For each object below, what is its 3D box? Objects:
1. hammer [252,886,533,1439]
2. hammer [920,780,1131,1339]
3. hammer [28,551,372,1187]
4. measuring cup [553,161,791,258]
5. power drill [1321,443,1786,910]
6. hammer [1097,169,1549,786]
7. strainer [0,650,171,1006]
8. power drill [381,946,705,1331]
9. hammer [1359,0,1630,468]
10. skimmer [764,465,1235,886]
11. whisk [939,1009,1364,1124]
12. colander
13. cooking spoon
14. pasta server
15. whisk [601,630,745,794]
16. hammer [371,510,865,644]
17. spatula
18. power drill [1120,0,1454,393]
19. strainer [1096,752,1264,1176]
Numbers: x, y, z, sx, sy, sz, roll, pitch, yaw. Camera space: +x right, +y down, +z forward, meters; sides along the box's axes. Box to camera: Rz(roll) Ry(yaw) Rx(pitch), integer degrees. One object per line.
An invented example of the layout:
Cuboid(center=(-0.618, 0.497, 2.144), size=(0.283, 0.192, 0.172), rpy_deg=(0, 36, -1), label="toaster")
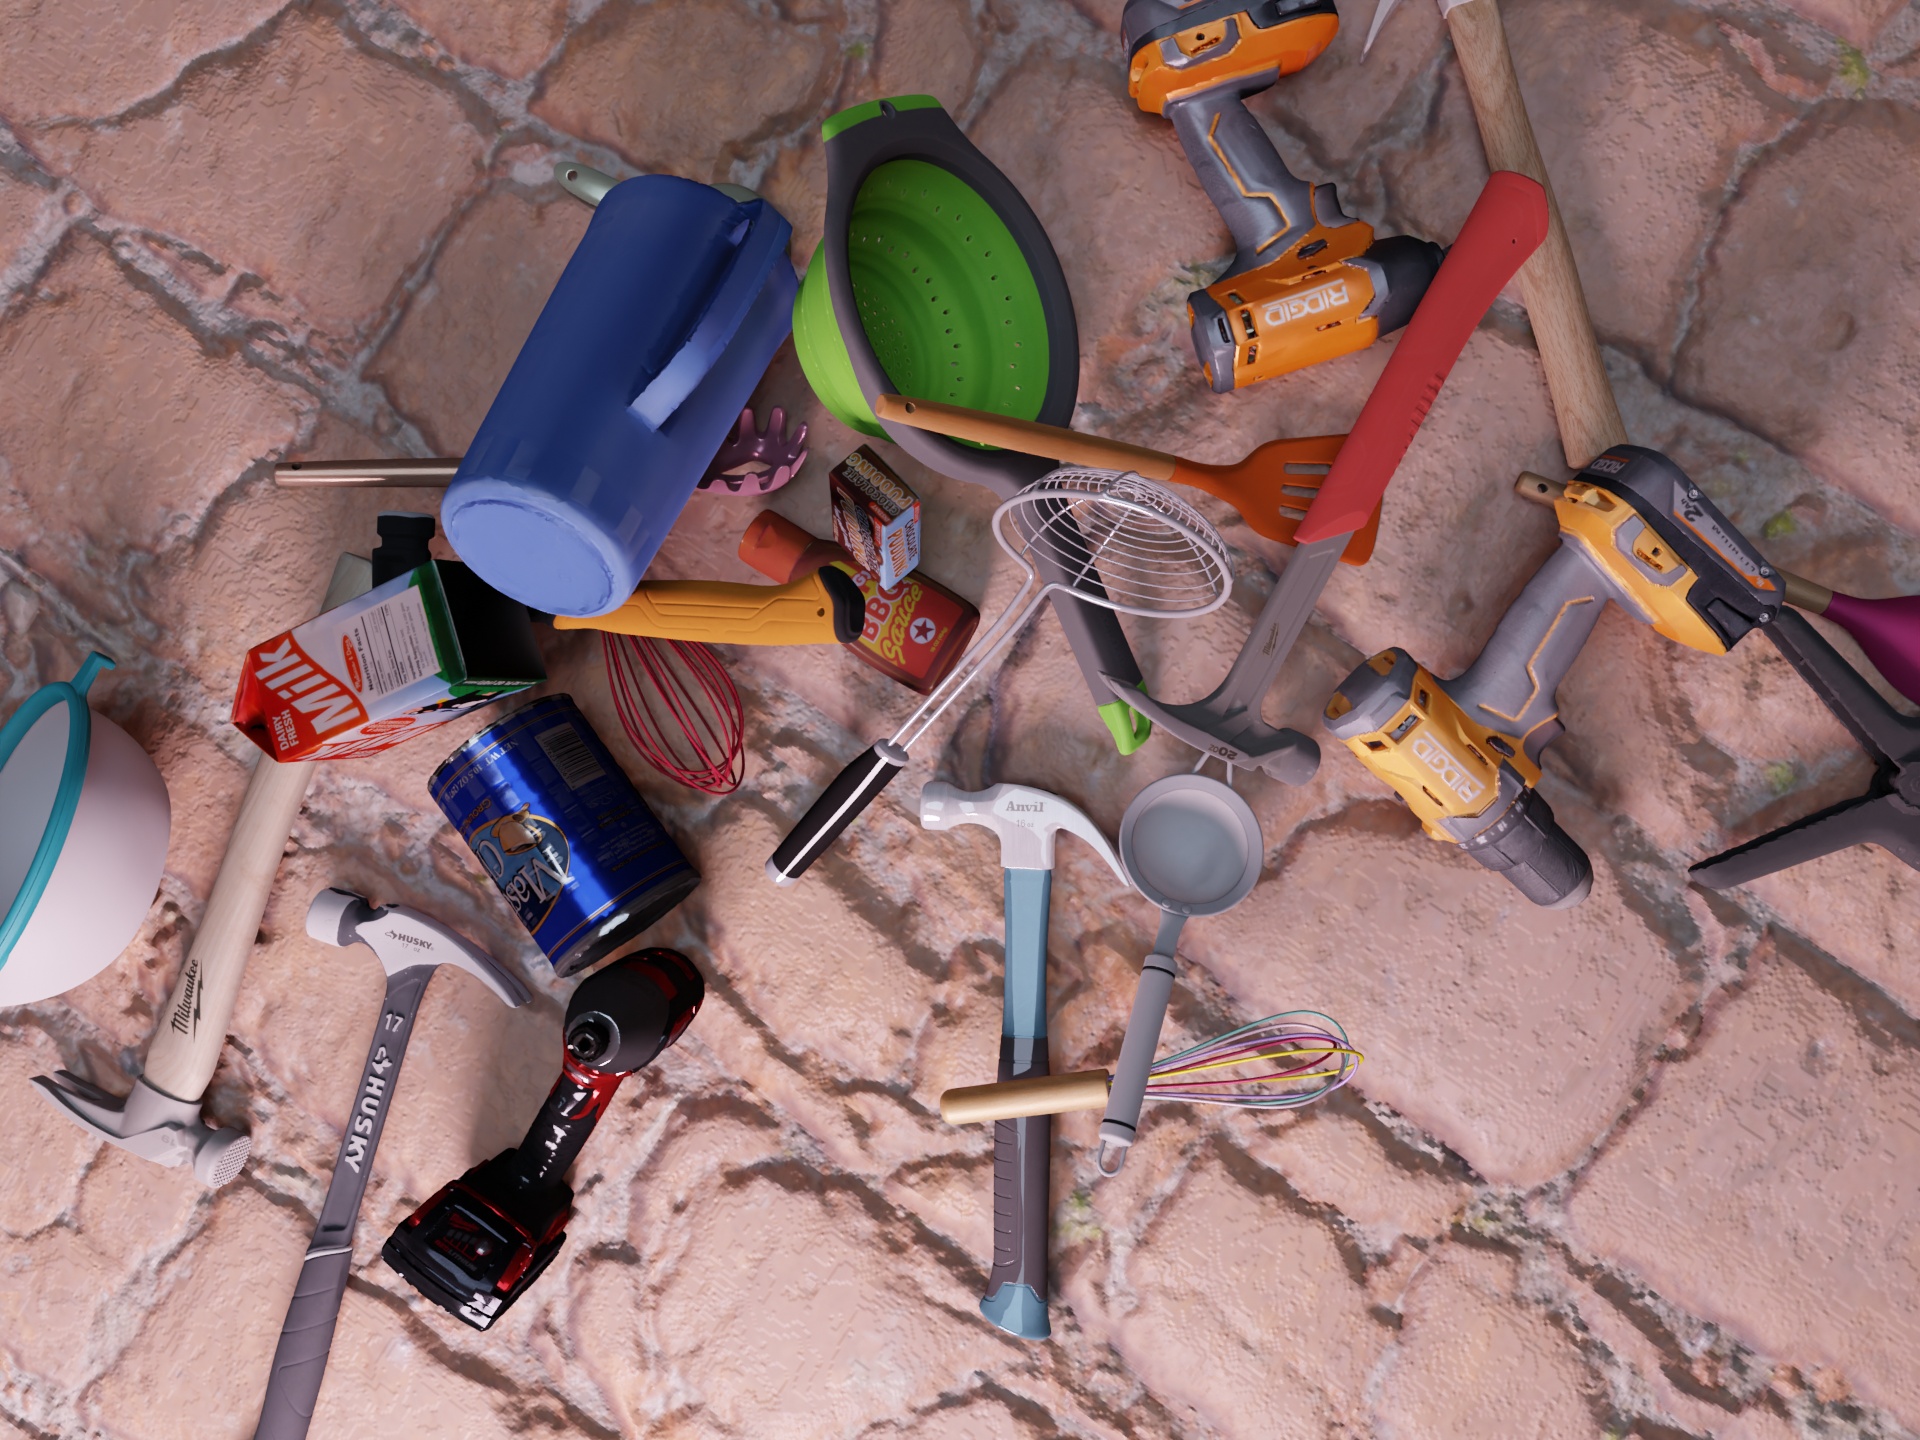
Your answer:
Cuboid(center=(-0.392, 0.321, 1.014), size=(0.149, 0.036, 0.409), rpy_deg=(16, 92, 7), label="hammer")
Cuboid(center=(0.037, 0.203, 0.959), size=(0.128, 0.033, 0.331), rpy_deg=(1, 89, 9), label="hammer")
Cuboid(center=(-0.465, 0.084, 1.027), size=(0.146, 0.038, 0.410), rpy_deg=(22, 91, 9), label="hammer")
Cuboid(center=(-0.187, -0.316, 0.994), size=(0.167, 0.038, 0.083), rpy_deg=(27, 93, 5), label="measuring cup")
Cuboid(center=(0.343, -0.016, 0.888), size=(0.185, 0.084, 0.226), rpy_deg=(43, 100, -10), label="power drill")
Cuboid(center=(0.218, -0.143, 0.894), size=(0.149, 0.037, 0.359), rpy_deg=(25, 97, -27), label="hammer")
Cuboid(center=(-0.546, 0.141, 0.954), size=(0.211, 0.095, 0.341), rpy_deg=(-32, 51, 30), label="strainer")
Cuboid(center=(-0.239, 0.239, 0.941), size=(0.078, 0.143, 0.219), rpy_deg=(34, 96, 4), label="power drill")
Cuboid(center=(0.327, -0.309, 0.930), size=(0.130, 0.031, 0.331), rpy_deg=(-15, 87, 7), label="hammer")
Cuboid(center=(-0.001, -0.003, 0.879), size=(0.127, 0.090, 0.363), rpy_deg=(28, 121, -26), label="skimmer")
Cuboid(center=(0.106, 0.205, 0.910), size=(0.245, 0.047, 0.051), rpy_deg=(-10, 89, 12), label="whisk")
Cuboid(center=(0.003, -0.156, 0.939), size=(0.094, 0.204, 0.397), rpy_deg=(-13, 106, 42), label="colander")
Cuboid(center=(0.471, -0.077, 0.912), size=(0.319, 0.017, 0.069), rpy_deg=(24, 94, 7), label="cooking spoon")
Cuboid(center=(-0.251, -0.157, 0.964), size=(0.316, 0.040, 0.060), rpy_deg=(-2, 53, -8), label="pasta server")
Cuboid(center=(-0.216, -0.079, 0.987), size=(0.073, 0.073, 0.296), rpy_deg=(-32, 80, 6), label="whisk")
Cuboid(center=(-0.209, -0.059, 0.931), size=(0.337, 0.034, 0.127), rpy_deg=(3, 94, 24), label="hammer")
Cuboid(center=(0.103, -0.147, 0.890), size=(0.322, 0.041, 0.081), rpy_deg=(6, 90, -29), label="spatula")
Cuboid(center=(0.193, -0.321, 0.926), size=(0.164, 0.084, 0.226), rpy_deg=(-16, 91, 5), label="power drill")
Cuboid(center=(0.114, 0.134, 0.911), size=(0.087, 0.050, 0.259), rpy_deg=(19, 66, 0), label="strainer")
